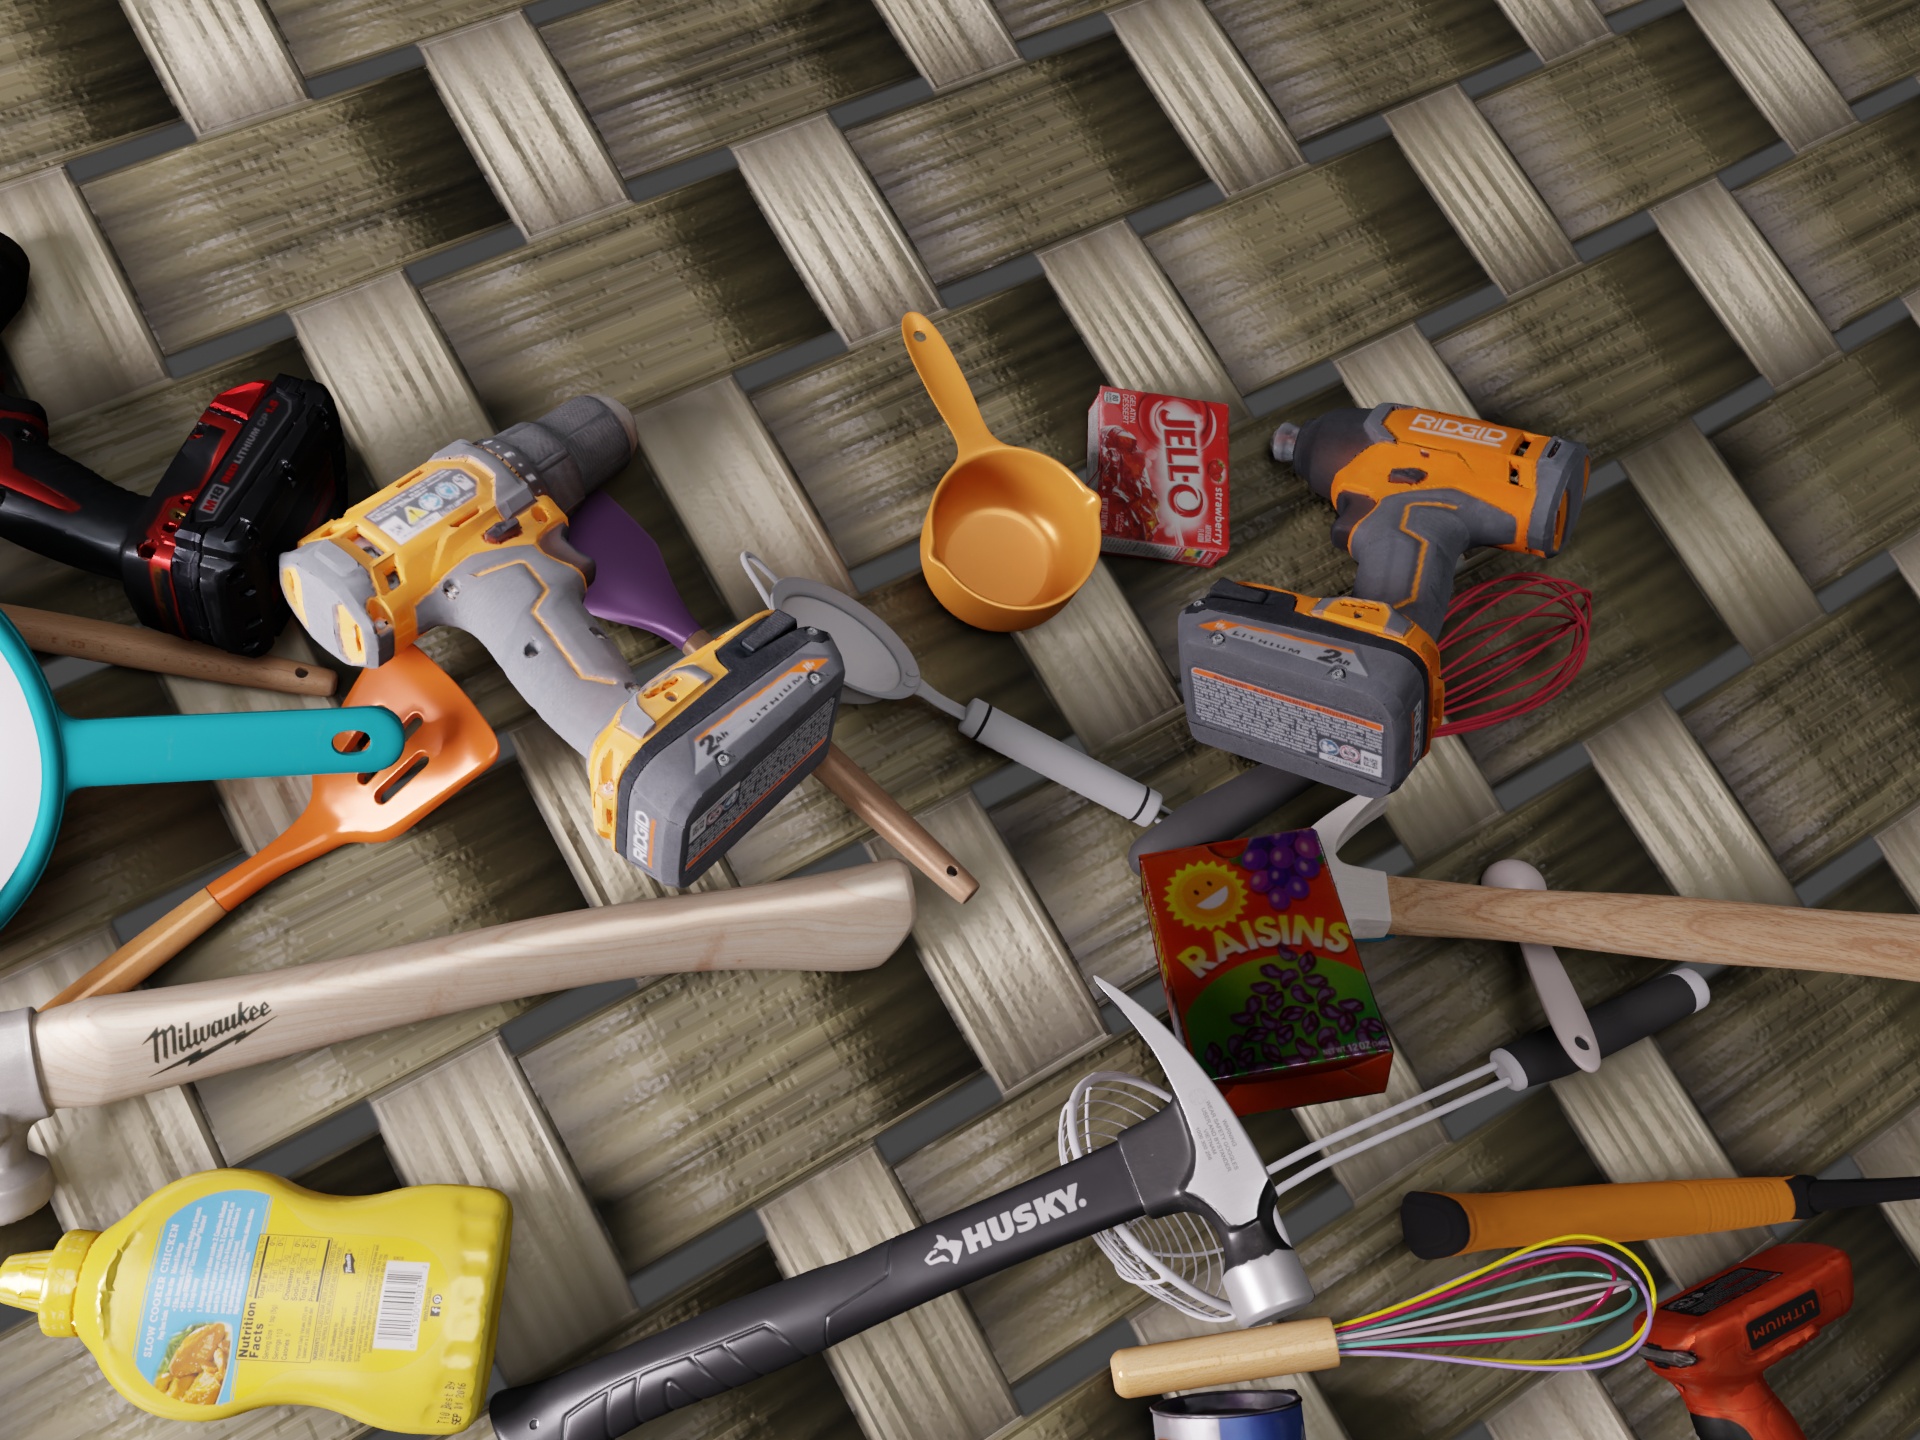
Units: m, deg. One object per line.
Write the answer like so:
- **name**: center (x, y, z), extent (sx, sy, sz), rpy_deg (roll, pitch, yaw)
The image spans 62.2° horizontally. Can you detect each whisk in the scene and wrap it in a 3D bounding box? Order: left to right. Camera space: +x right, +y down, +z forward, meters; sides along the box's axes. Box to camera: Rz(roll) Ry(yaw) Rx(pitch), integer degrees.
- **whisk**: center (0.208, 0.003, 0.806), extent (0.296, 0.073, 0.073), rpy_deg (-28, 80, -16)
- **whisk**: center (0.189, 0.271, 0.715), extent (0.245, 0.051, 0.047), rpy_deg (-10, 106, 2)

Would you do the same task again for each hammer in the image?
- **hammer**: center (-0.219, 0.101, 0.686), extent (0.410, 0.038, 0.146), rpy_deg (-9, 105, -17)
- **hammer**: center (-0.039, 0.226, 0.649), extent (0.335, 0.035, 0.146), rpy_deg (-24, 62, 5)
- **hammer**: center (0.321, 0.097, 0.778), extent (0.331, 0.031, 0.130), rpy_deg (4, 54, 0)
- **hammer**: center (0.379, 0.230, 0.766), extent (0.337, 0.127, 0.034), rpy_deg (-4, 75, -2)

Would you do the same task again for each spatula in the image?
- **spatula**: center (-0.444, -0.049, 0.709), extent (0.317, 0.044, 0.082), rpy_deg (10, 65, -9)
- **spatula**: center (-0.346, 0.090, 0.687), extent (0.322, 0.041, 0.081), rpy_deg (-41, 77, -18)
- **spatula**: center (-0.112, -0.020, 0.763), extent (0.316, 0.018, 0.060), rpy_deg (41, 69, 12)

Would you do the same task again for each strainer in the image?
- **strainer**: center (-0.413, 0.005, 0.666), extent (0.340, 0.095, 0.211), rpy_deg (-2, 104, -20)
- **strainer**: center (-0.001, -0.003, 0.783), extent (0.258, 0.050, 0.087), rpy_deg (27, 27, -7)

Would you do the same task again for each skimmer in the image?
- **skimmer**: center (0.216, 0.171, 0.745), extent (0.363, 0.090, 0.127), rpy_deg (-18, 49, -17)

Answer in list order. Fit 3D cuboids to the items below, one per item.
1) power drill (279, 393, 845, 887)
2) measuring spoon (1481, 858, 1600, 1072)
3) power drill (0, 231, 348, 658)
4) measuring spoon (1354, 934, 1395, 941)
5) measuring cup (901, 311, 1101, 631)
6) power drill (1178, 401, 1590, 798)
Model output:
- **power drill**: center (-0.158, -0.052, 0.716), extent (0.226, 0.084, 0.185), rpy_deg (35, 53, 14)
- **measuring spoon**: center (0.292, 0.117, 0.787), extent (0.034, 0.018, 0.124), rpy_deg (3, 46, -13)
- **power drill**: center (-0.401, -0.134, 0.719), extent (0.226, 0.080, 0.188), rpy_deg (15, 53, -5)
- **measuring spoon**: center (0.160, 0.100, 0.798), extent (0.128, 0.021, 0.042), rpy_deg (9, 57, -17)
- **measuring cup**: center (0.006, -0.126, 0.816), extent (0.095, 0.052, 0.174), rpy_deg (-21, 76, -16)
- **power drill**: center (0.196, -0.078, 0.793), extent (0.164, 0.084, 0.226), rpy_deg (20, 53, 30)
